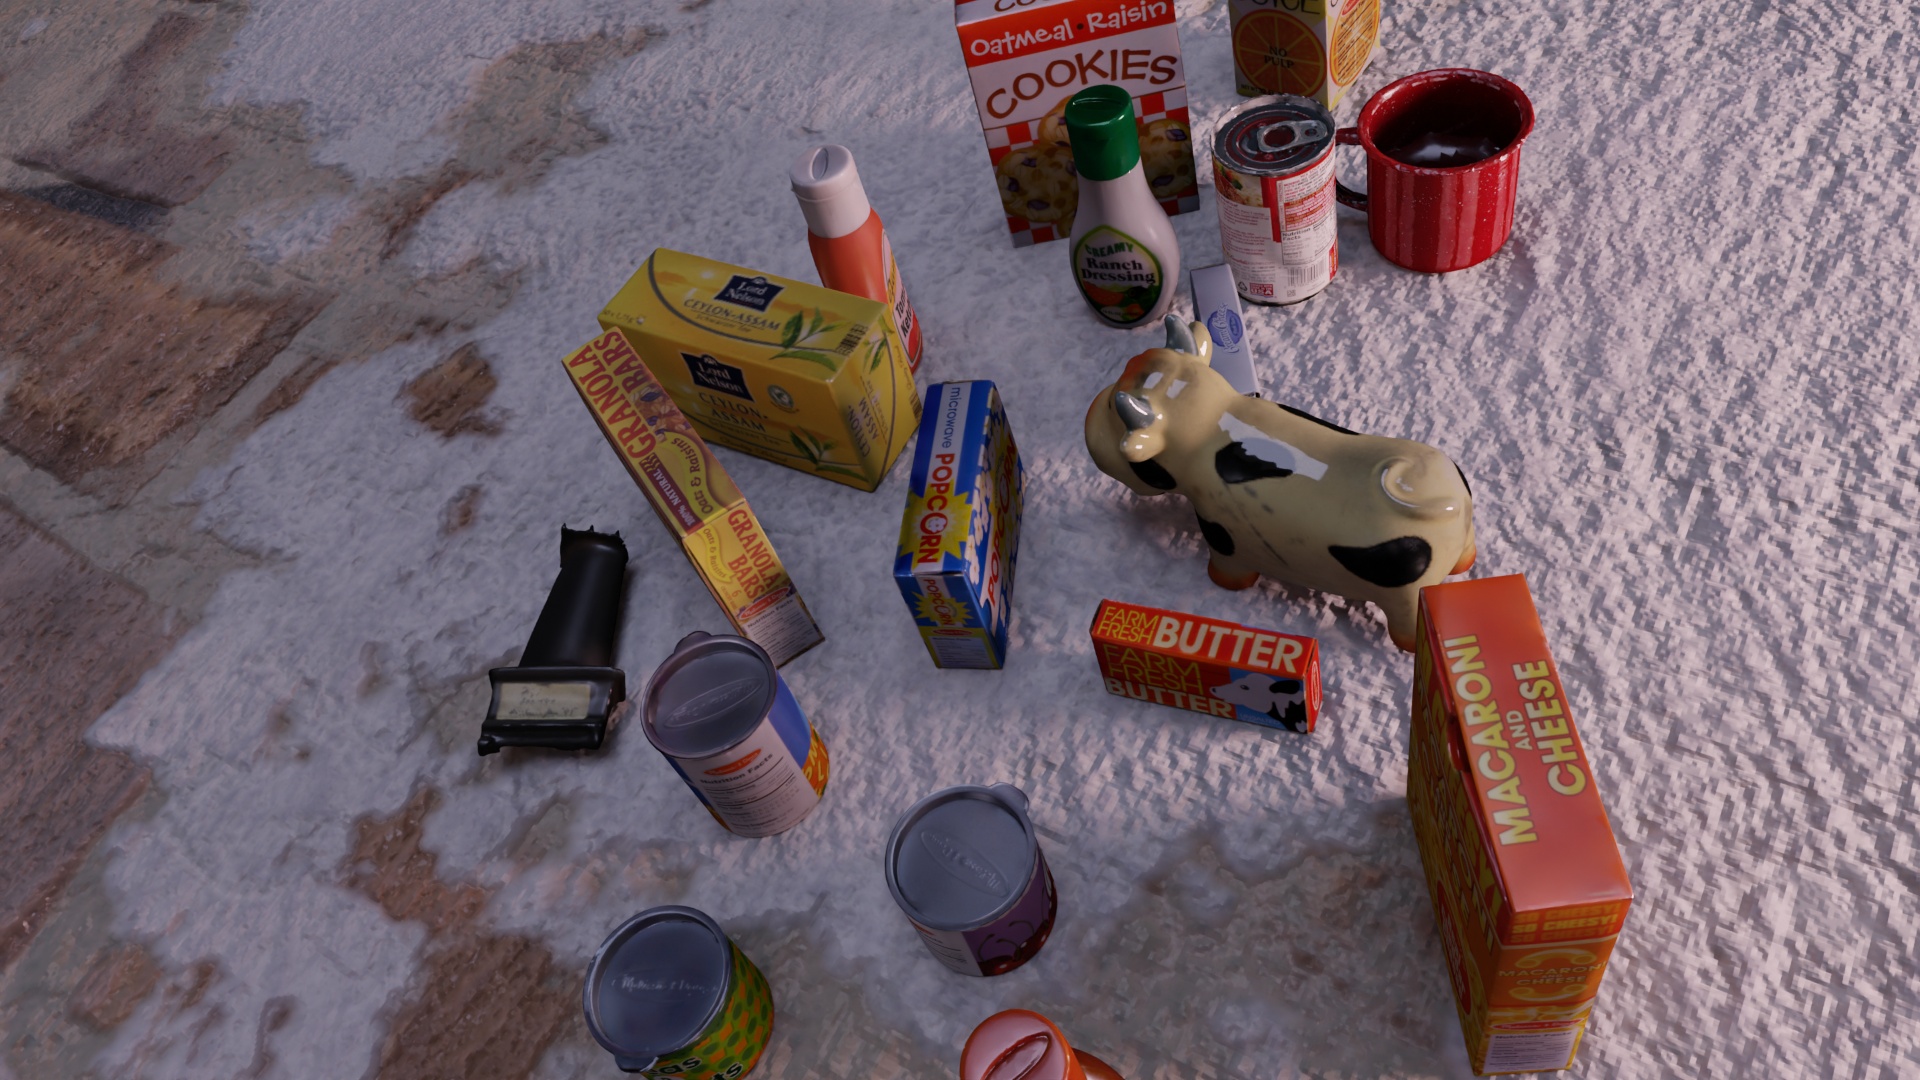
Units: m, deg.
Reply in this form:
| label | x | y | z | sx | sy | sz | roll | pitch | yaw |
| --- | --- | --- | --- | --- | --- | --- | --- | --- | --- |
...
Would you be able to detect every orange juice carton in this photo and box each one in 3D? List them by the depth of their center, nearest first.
| label | x | y | z | sx | sy | sz | roll | pitch | yaw |
| --- | --- | --- | --- | --- | --- | --- | --- | --- | --- |
| orange juice carton | 0.214 | -0.373 | 0.869 | 0.072 | 0.191 | 0.073 | 25 | 64 | 31 |

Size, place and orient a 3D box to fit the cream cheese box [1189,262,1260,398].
| label | x | y | z | sx | sy | sz | roll | pitch | yaw |
| --- | --- | --- | --- | --- | --- | --- | --- | --- | --- |
| cream cheese box | 0.146 | -0.098 | 0.763 | 0.024 | 0.053 | 0.104 | -10 | 51 | 9 |

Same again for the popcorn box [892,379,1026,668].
| label | x | y | z | sx | sy | sz | roll | pitch | yaw |
| --- | --- | --- | --- | --- | --- | --- | --- | --- | --- |
| popcorn box | 0.003 | -0.009 | 0.715 | 0.038 | 0.085 | 0.127 | -2 | 52 | 15 |

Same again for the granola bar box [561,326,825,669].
| label | x | y | z | sx | sy | sz | roll | pitch | yaw |
| --- | --- | --- | --- | --- | --- | --- | --- | --- | --- |
| granola bar box | -0.144 | -0.022 | 0.743 | 0.039 | 0.123 | 0.166 | -34 | 51 | -10 |

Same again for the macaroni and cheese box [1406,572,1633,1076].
| label | x | y | z | sx | sy | sz | roll | pitch | yaw |
| --- | --- | --- | --- | --- | --- | --- | --- | --- | --- |
| macaroni and cheese box | 0.197 | 0.110 | 0.512 | 0.040 | 0.165 | 0.124 | -9 | 51 | 10 |

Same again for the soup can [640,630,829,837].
| label | x | y | z | sx | sy | sz | roll | pitch | yaw |
| --- | --- | --- | --- | --- | --- | --- | --- | --- | --- |
| soup can | -0.107 | 0.093 | 0.668 | 0.071 | 0.083 | 0.072 | -8 | 51 | 10 |

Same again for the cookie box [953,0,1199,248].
| label | x | y | z | sx | sy | sz | roll | pitch | yaw |
| --- | --- | --- | --- | --- | --- | --- | --- | --- | --- |
| cookie box | 0.074 | -0.264 | 0.841 | 0.123 | 0.166 | 0.040 | -10 | 51 | 9 |

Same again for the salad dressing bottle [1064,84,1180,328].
| label | x | y | z | sx | sy | sz | roll | pitch | yaw |
| --- | --- | --- | --- | --- | --- | --- | --- | --- | --- |
| salad dressing bottle | 0.088 | -0.187 | 0.789 | 0.064 | 0.147 | 0.044 | 8 | 56 | 22 |

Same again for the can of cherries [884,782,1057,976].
| label | x | y | z | sx | sy | sz | roll | pitch | yaw |
| --- | --- | --- | --- | --- | --- | --- | --- | --- | --- |
| can of cherries | 0.008 | 0.148 | 0.608 | 0.071 | 0.058 | 0.072 | -8 | 51 | 10 |

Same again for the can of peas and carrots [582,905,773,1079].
| label | x | y | z | sx | sy | sz | roll | pitch | yaw |
| --- | --- | --- | --- | --- | --- | --- | --- | --- | --- |
| can of peas and carrots | -0.121 | 0.203 | 0.602 | 0.071 | 0.058 | 0.071 | -8 | 51 | 10 |

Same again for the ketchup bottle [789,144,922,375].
| label | x | y | z | sx | sy | sz | roll | pitch | yaw |
| --- | --- | --- | --- | --- | --- | --- | --- | --- | --- |
| ketchup bottle | -0.061 | -0.160 | 0.811 | 0.043 | 0.148 | 0.065 | -8 | 51 | 10 |

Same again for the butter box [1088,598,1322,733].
| label | x | y | z | sx | sy | sz | roll | pitch | yaw |
| --- | --- | --- | --- | --- | --- | --- | --- | --- | --- |
| butter box | 0.115 | 0.059 | 0.650 | 0.103 | 0.053 | 0.024 | 10 | 57 | 23 |

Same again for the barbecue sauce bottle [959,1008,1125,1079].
| label | x | y | z | sx | sy | sz | roll | pitch | yaw |
| --- | --- | --- | --- | --- | --- | --- | --- | --- | --- |
| barbecue sauce bottle | 0.034 | 0.209 | 0.494 | 0.065 | 0.148 | 0.044 | -35 | 52 | -12 |
